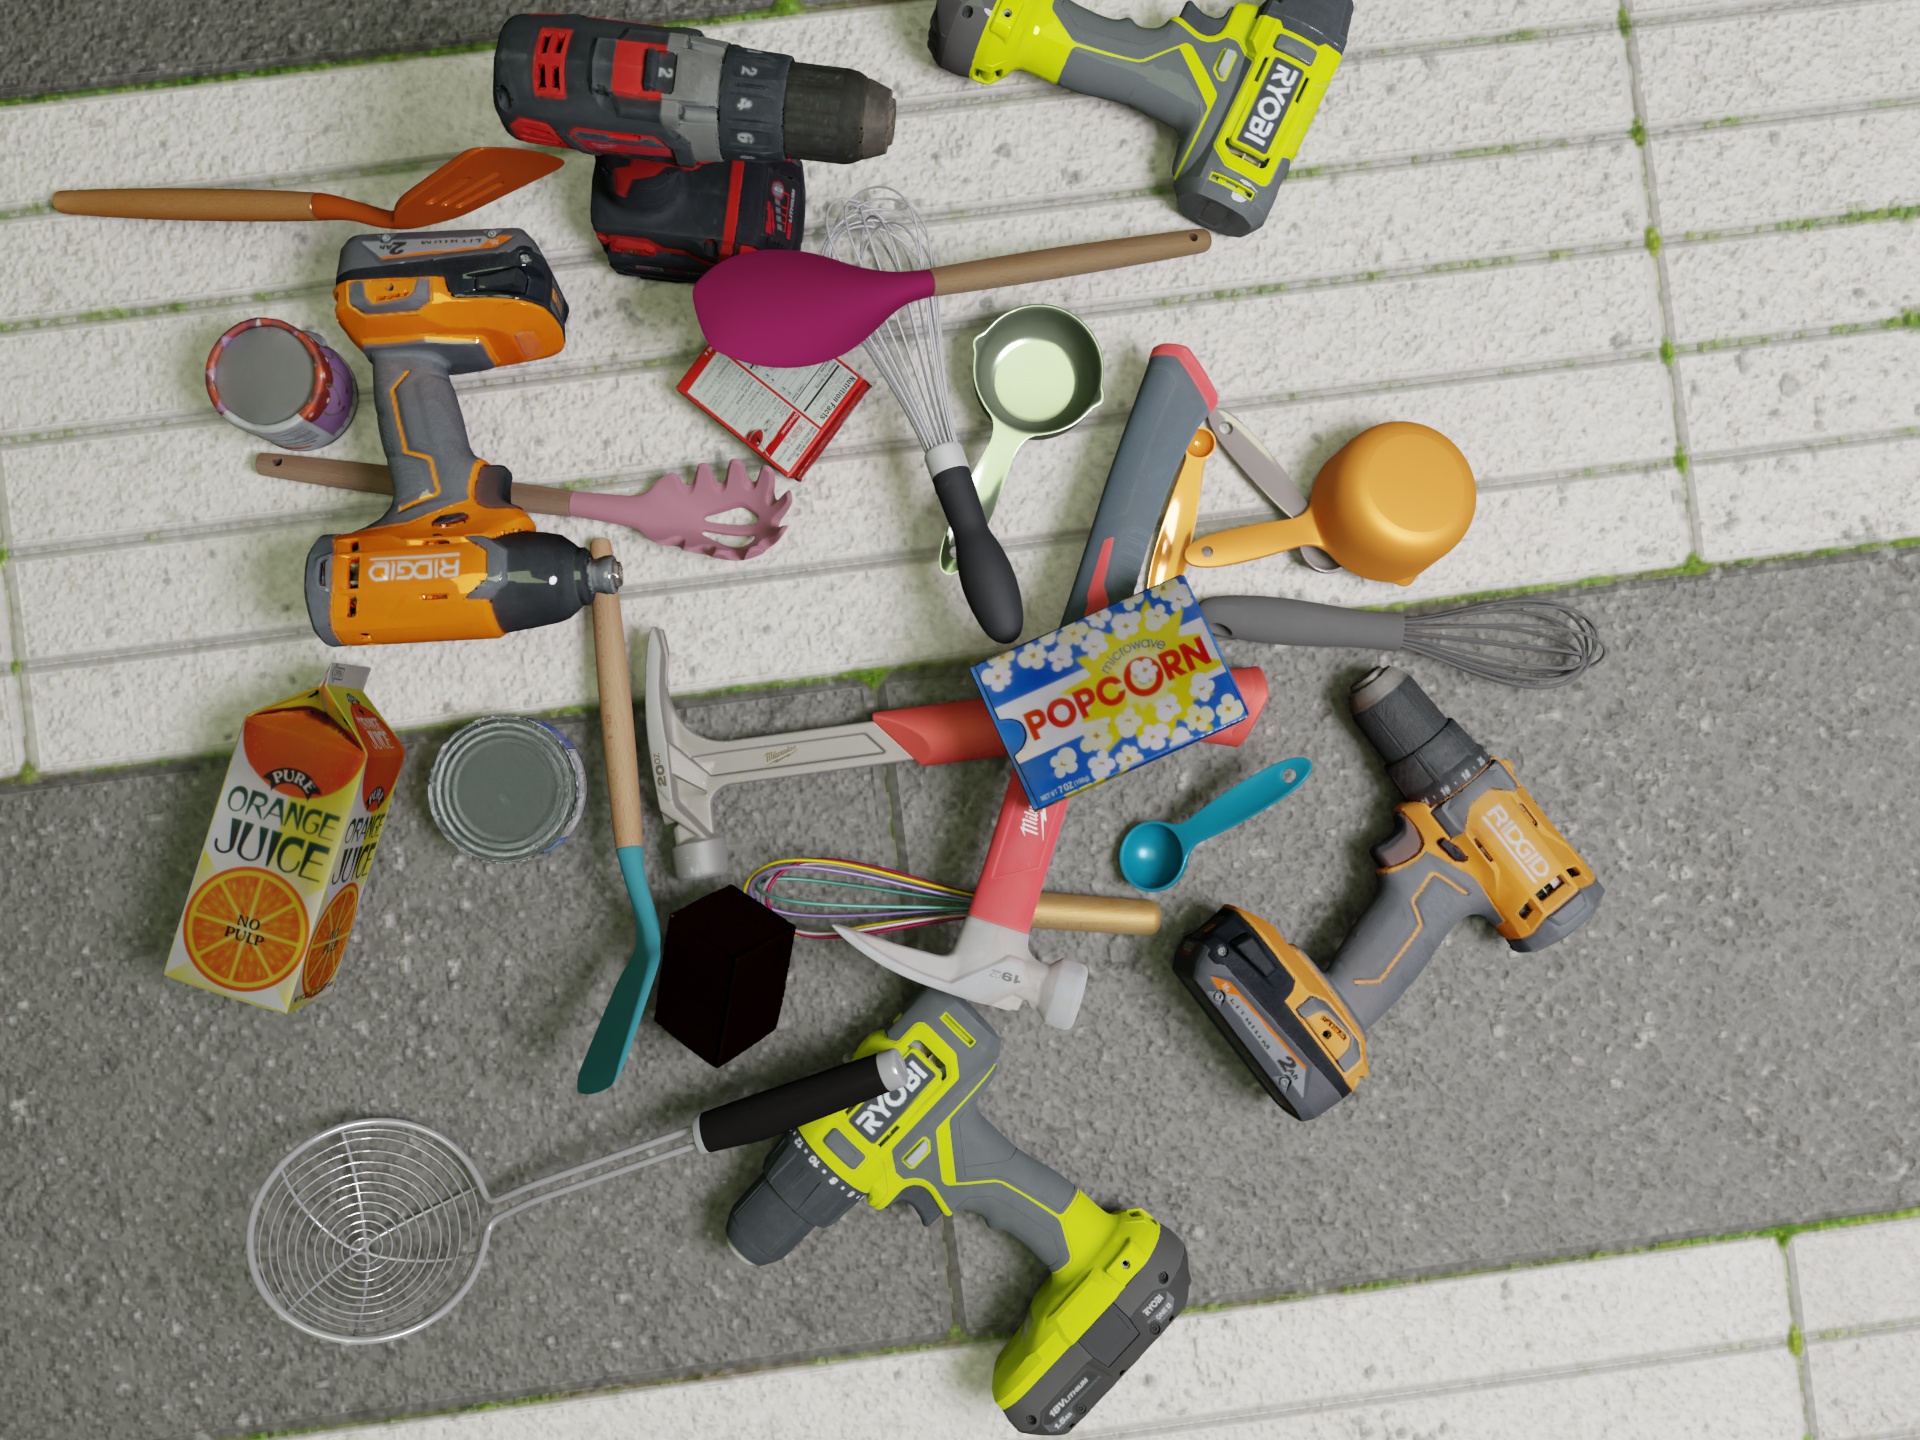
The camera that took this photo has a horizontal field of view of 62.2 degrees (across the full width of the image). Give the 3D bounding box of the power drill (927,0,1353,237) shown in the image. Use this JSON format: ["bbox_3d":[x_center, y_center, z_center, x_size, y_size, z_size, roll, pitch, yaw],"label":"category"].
[{"bbox_3d":[0.109,-0.406,0.920,0.223,0.080,0.171,25,90,-5],"label":"power drill"}]

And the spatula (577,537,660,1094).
[{"bbox_3d":[-0.200,0.047,0.901,0.044,0.082,0.318,-1,76,-28],"label":"spatula"}]

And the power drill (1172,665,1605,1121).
[{"bbox_3d":[0.230,0.095,0.916,0.226,0.084,0.185,-37,88,-5],"label":"power drill"}]

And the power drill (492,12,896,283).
[{"bbox_3d":[-0.126,-0.295,0.835,0.188,0.226,0.080,6,90,-1],"label":"power drill"}]

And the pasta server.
[{"bbox_3d":[-0.255,-0.133,0.926,0.316,0.040,0.060,7,72,0],"label":"pasta server"}]

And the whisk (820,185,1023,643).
[{"bbox_3d":[-0.019,-0.174,0.897,0.070,0.070,0.285,-18,78,-1],"label":"whisk"}]

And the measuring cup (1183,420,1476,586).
[{"bbox_3d":[0.214,-0.119,0.911,0.173,0.052,0.095,-14,81,-14],"label":"measuring cup"}]

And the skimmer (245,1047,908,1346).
[{"bbox_3d":[-0.209,0.240,0.873,0.363,0.090,0.127,-21,58,9],"label":"skimmer"}]

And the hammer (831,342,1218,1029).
[{"bbox_3d":[0.051,-0.033,0.896,0.143,0.038,0.386,17,84,3],"label":"hammer"}]

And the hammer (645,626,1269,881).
[{"bbox_3d":[-0.001,-0.003,0.931,0.359,0.037,0.149,-8,90,-1],"label":"hammer"}]

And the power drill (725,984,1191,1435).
[{"bbox_3d":[-0.002,0.290,0.909,0.228,0.080,0.190,43,88,2],"label":"power drill"}]

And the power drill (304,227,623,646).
[{"bbox_3d":[-0.269,-0.153,0.882,0.164,0.084,0.227,-3,76,0],"label":"power drill"}]

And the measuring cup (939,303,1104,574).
[{"bbox_3d":[0.026,-0.161,0.934,0.083,0.038,0.167,24,91,-1],"label":"measuring cup"}]

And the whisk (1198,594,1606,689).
[{"bbox_3d":[0.256,-0.052,0.933,0.239,0.055,0.055,5,89,2],"label":"whisk"}]

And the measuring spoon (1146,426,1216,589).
[{"bbox_3d":[0.130,-0.118,0.950,0.021,0.011,0.117,14,93,-1],"label":"measuring spoon"}]

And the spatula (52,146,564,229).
[{"bbox_3d":[-0.376,-0.295,0.883,0.323,0.081,0.041,7,105,18],"label":"spatula"}]

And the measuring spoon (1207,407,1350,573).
[{"bbox_3d":[0.187,-0.137,0.950,0.034,0.018,0.124,-37,83,-14],"label":"measuring spoon"}]

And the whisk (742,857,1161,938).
[{"bbox_3d":[-0.004,0.110,0.929,0.245,0.051,0.047,5,88,-6],"label":"whisk"}]

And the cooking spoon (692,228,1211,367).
[{"bbox_3d":[0.006,-0.248,0.887,0.319,0.017,0.069,-15,82,-23],"label":"cooking spoon"}]

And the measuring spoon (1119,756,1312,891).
[{"bbox_3d":[0.151,0.059,0.923,0.128,0.021,0.042,-33,64,19],"label":"measuring spoon"}]
